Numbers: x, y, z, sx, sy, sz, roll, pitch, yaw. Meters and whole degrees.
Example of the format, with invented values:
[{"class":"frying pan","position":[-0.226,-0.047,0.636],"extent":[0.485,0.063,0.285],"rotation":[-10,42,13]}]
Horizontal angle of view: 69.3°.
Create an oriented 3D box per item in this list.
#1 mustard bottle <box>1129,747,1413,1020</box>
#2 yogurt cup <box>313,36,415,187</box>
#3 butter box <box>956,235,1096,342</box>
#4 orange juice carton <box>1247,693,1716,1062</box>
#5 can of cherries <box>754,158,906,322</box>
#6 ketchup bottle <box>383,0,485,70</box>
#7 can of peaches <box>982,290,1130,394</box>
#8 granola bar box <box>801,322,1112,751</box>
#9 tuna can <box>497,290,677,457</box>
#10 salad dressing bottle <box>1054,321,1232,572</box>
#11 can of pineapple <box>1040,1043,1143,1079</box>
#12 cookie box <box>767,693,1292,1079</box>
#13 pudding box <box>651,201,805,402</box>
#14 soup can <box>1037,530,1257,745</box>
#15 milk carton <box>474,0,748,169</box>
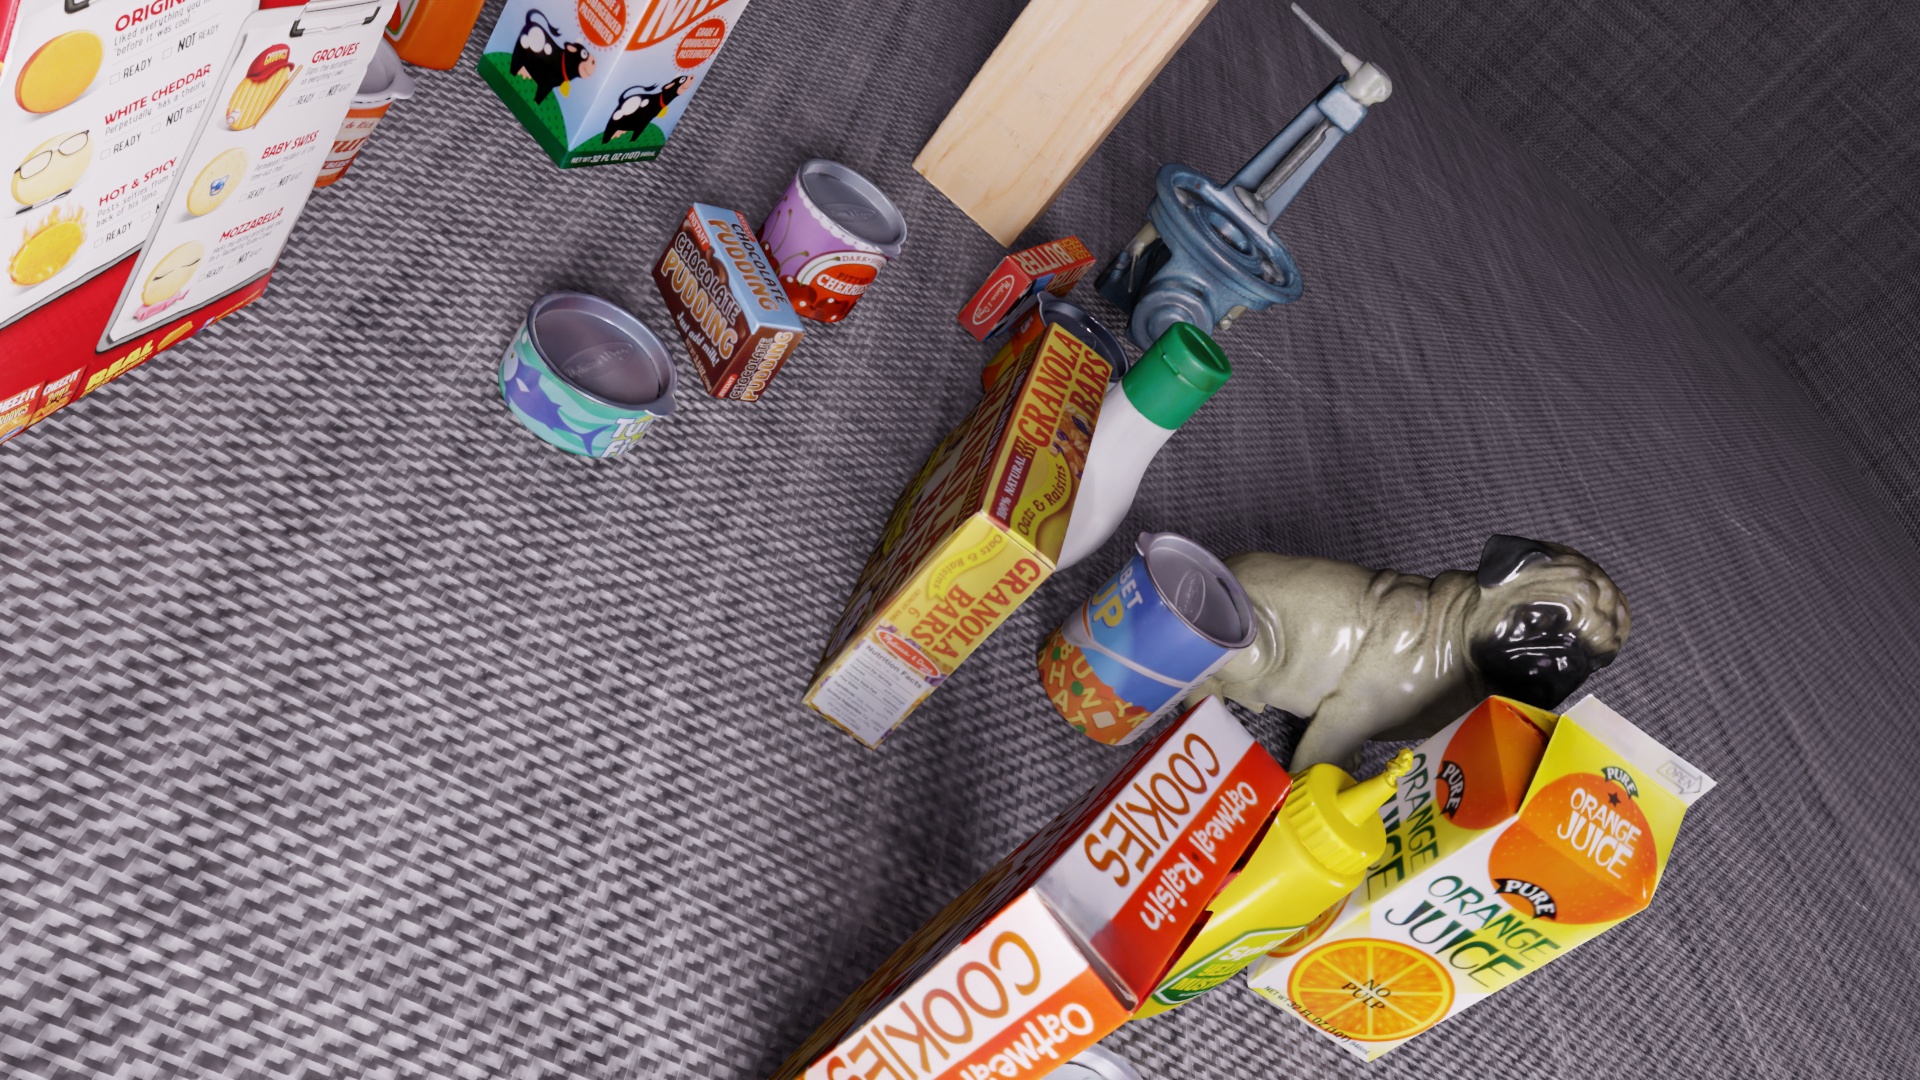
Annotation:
[{"class":"mustard bottle","position":[0.107,0.124,0.515],"extent":[0.065,0.159,0.049],"rotation":[7,47,-42]},{"class":"yogurt cup","position":[-0.268,-0.181,0.563],"extent":[0.072,0.053,0.073],"rotation":[28,36,-22]},{"class":"butter box","position":[0.042,-0.157,0.860],"extent":[0.024,0.053,0.104],"rotation":[47,33,6]},{"class":"orange juice carton","position":[0.211,0.134,0.582],"extent":[0.072,0.191,0.073],"rotation":[35,34,-13]},{"class":"can of cherries","position":[-0.070,-0.157,0.737],"extent":[0.071,0.058,0.072],"rotation":[28,36,-22]},{"class":"ketchup bottle","position":[-0.230,-0.295,0.644],"extent":[0.043,0.148,0.065],"rotation":[-3,54,-48]},{"class":"can of peaches","position":[0.053,-0.099,0.801],"extent":[0.071,0.057,0.071],"rotation":[28,36,-22]},{"class":"granola bar box","position":[0.002,-0.007,0.586],"extent":[0.039,0.123,0.166],"rotation":[36,34,-10]},{"class":"tuna can","position":[-0.152,-0.067,0.575],"extent":[0.071,0.032,0.071],"rotation":[28,36,-22]},{"class":"salad dressing bottle","position":[0.069,-0.043,0.674],"extent":[0.044,0.147,0.064],"rotation":[-13,62,-52]},{"class":"can of pineapple","position":[0.028,0.202,0.438],"extent":[0.071,0.057,0.071],"rotation":[28,36,-22]},{"class":"cookie box","position":[0.011,0.126,0.407],"extent":[0.040,0.166,0.123],"rotation":[48,33,8]},{"class":"pudding box","position":[-0.110,-0.112,0.654],"extent":[0.030,0.049,0.084],"rotation":[2,51,-46]},{"class":"soup can","position":[0.084,0.045,0.649],"extent":[0.071,0.083,0.072],"rotation":[28,36,-22]},{"class":"milk carton","position":[-0.150,-0.276,0.667],"extent":[0.073,0.189,0.072],"rotation":[49,33,8]}]
